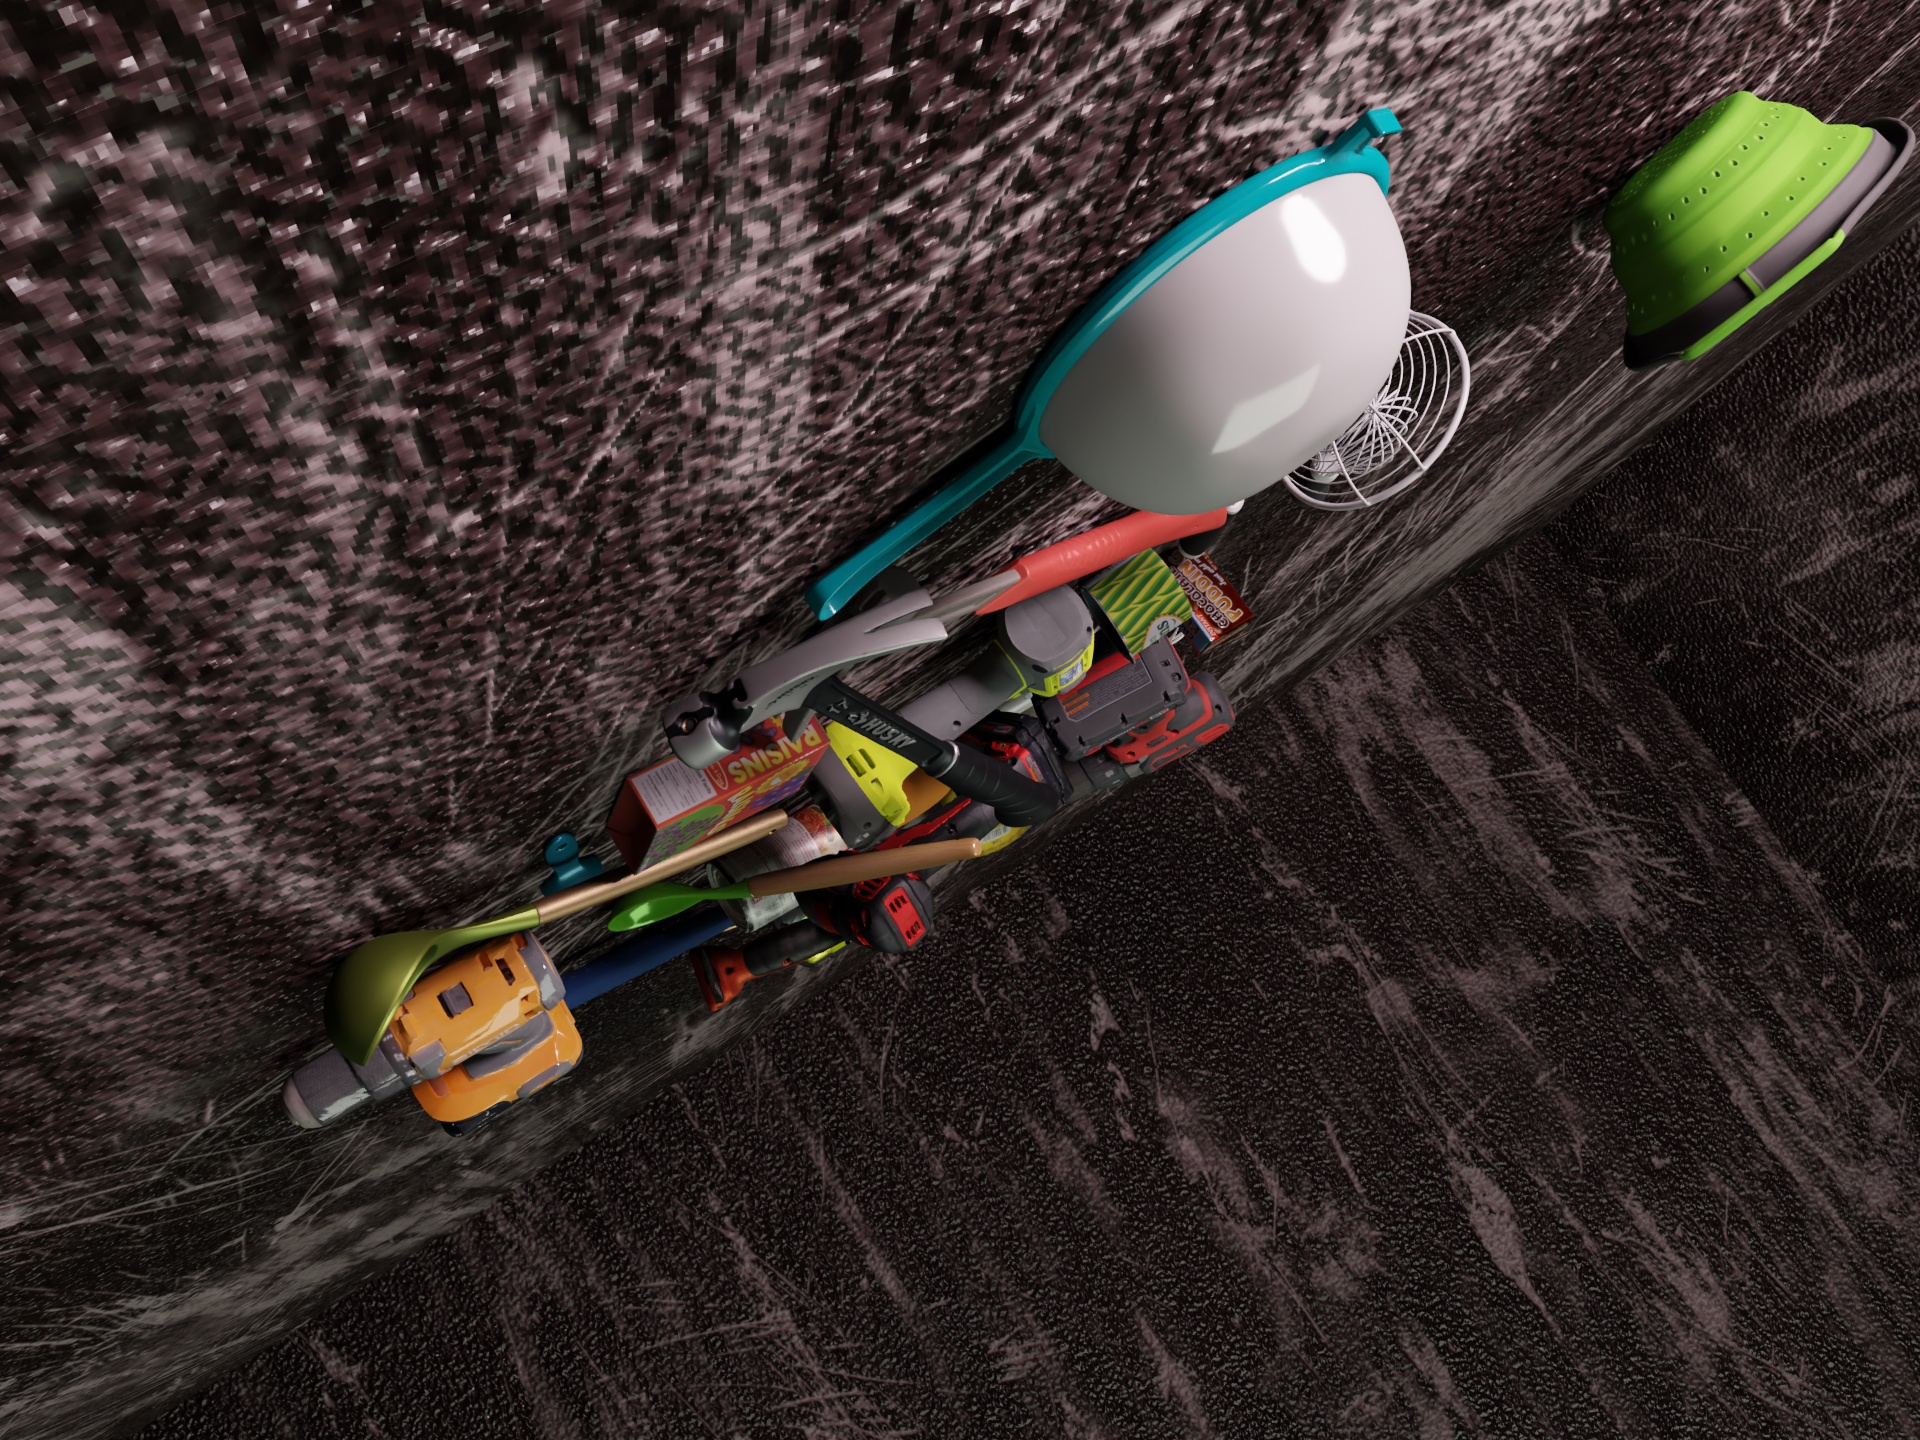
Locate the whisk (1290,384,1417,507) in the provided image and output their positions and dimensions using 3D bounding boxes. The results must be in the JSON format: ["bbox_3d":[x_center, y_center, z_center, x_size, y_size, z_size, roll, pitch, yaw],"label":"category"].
[{"bbox_3d":[0.278,-0.197,1.188,0.070,0.070,0.284,-34,176,0],"label":"whisk"}]

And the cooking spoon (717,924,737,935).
[{"bbox_3d":[-0.191,0.173,1.412,0.319,0.017,0.069,-21,177,-14],"label":"cooking spoon"}]

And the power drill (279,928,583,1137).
[{"bbox_3d":[-0.358,0.231,1.107,0.185,0.084,0.226,-31,166,-16],"label":"power drill"}]

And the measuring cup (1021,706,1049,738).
[{"bbox_3d":[0.064,0.014,1.558,0.083,0.038,0.167,-34,172,-1],"label":"measuring cup"}]

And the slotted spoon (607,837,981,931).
[{"bbox_3d":[-0.125,0.114,1.136,0.314,0.031,0.070,-12,169,26],"label":"slotted spoon"}]

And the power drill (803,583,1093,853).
[{"bbox_3d":[-0.002,-0.004,1.138,0.228,0.080,0.190,-36,171,-2],"label":"power drill"}]

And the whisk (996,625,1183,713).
[{"bbox_3d":[0.090,-0.043,1.339,0.246,0.057,0.059,-31,-157,6],"label":"whisk"}]

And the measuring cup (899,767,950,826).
[{"bbox_3d":[-0.081,0.081,1.347,0.173,0.052,0.095,-38,170,12],"label":"measuring cup"}]

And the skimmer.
[{"bbox_3d":[0.225,-0.160,1.064,0.363,0.090,0.127,117,-12,-78],"label":"skimmer"}]

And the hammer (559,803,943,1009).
[{"bbox_3d":[-0.183,0.157,1.344,0.405,0.035,0.144,-25,-165,-27],"label":"hammer"}]

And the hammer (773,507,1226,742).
[{"bbox_3d":[0.043,-0.087,0.990,0.359,0.037,0.149,-25,167,-41],"label":"hammer"}]

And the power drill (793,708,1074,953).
[{"bbox_3d":[-0.030,0.085,1.227,0.220,0.078,0.143,-42,-150,-27],"label":"power drill"}]

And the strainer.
[{"bbox_3d":[0.085,-0.126,0.757,0.340,0.095,0.211,-36,170,4],"label":"strainer"}]

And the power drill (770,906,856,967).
[{"bbox_3d":[-0.120,0.171,1.613,0.171,0.080,0.223,-31,167,-14],"label":"power drill"}]

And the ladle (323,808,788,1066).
[{"bbox_3d":[-0.228,0.118,0.961,0.320,0.062,0.078,-21,161,-39],"label":"ladle"}]

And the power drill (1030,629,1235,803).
[{"bbox_3d":[0.125,0.004,1.334,0.188,0.080,0.226,-28,160,11],"label":"power drill"}]

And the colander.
[{"bbox_3d":[0.514,-0.367,1.075,0.204,0.094,0.397,-42,-175,39],"label":"colander"}]

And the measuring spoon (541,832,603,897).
[{"bbox_3d":[-0.240,0.094,0.982,0.042,0.021,0.128,-31,170,-17],"label":"measuring spoon"}]

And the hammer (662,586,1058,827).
[{"bbox_3d":[-0.015,0.016,0.967,0.149,0.036,0.408,-29,159,13],"label":"hammer"}]
